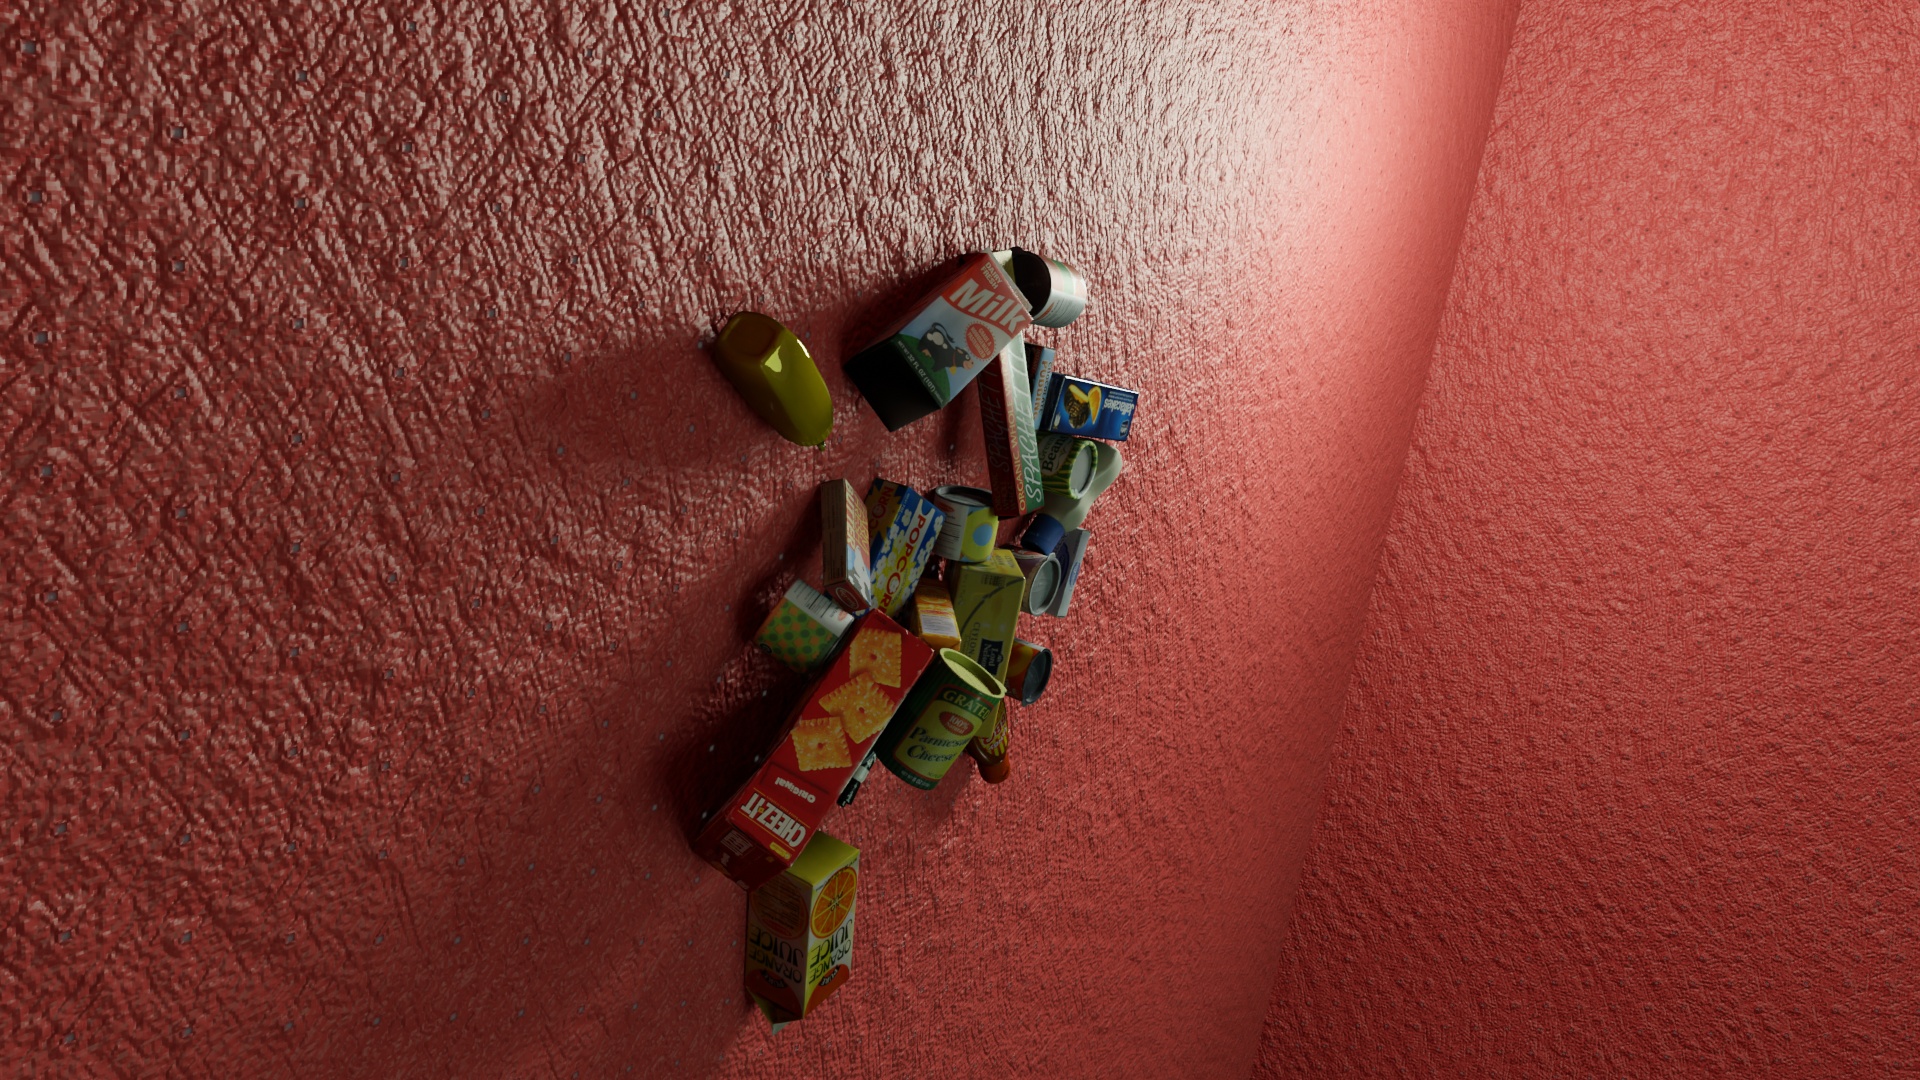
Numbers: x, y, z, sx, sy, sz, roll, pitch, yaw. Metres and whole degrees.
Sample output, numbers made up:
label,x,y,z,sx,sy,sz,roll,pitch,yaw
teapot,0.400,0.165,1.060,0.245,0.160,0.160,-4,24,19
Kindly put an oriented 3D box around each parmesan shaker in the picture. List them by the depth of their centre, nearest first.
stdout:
label,x,y,z,sx,sy,sz,roll,pitch,yaw
parmesan shaker,-0.017,0.152,1.171,0.103,0.071,0.071,-55,154,11

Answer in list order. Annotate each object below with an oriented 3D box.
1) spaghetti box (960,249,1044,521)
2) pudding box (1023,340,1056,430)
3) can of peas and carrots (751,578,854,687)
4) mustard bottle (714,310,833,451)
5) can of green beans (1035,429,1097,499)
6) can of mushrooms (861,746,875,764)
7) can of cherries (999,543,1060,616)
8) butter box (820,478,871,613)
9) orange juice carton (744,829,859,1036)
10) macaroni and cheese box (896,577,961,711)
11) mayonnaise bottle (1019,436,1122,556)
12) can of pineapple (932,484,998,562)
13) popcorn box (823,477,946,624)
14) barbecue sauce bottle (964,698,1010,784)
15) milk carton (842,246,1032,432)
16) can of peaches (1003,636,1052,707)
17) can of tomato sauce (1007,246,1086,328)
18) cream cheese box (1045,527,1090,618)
label,x,y,z,sx,sy,sz,roll,pitch,yaw
spaghetti box,0.040,-0.144,1.296,0.050,0.028,0.249,-24,109,-54
pudding box,0.061,-0.155,1.378,0.030,0.050,0.083,-3,109,-59
can of peas and carrots,-0.131,0.075,1.137,0.071,0.059,0.071,-53,-177,4
mustard bottle,-0.131,-0.111,1.052,0.049,0.065,0.159,-57,155,-14
can of green beans,0.107,-0.082,1.494,0.071,0.058,0.071,-38,137,-46
can of mushrooms,-0.098,0.172,1.304,0.071,0.033,0.070,-37,137,-46
can of cherries,0.068,0.040,1.496,0.072,0.058,0.071,-37,136,-46
butter box,-0.096,0.003,1.164,0.053,0.024,0.104,57,23,-54
orange juice carton,-0.148,0.367,1.288,0.072,0.073,0.191,-28,130,-53
macaroni and cheese box,-0.036,0.116,1.282,0.167,0.040,0.123,-108,-152,-73
mayonnaise bottle,0.118,-0.046,1.536,0.148,0.065,0.041,-55,146,-21
can of pineapple,0.005,-0.017,1.340,0.071,0.071,0.057,-18,123,-57
popcorn box,-0.068,0.017,1.260,0.085,0.038,0.127,38,73,-59
barbecue sauce bottle,0.027,0.215,1.543,0.065,0.044,0.147,-48,145,-29
milk carton,-0.006,-0.180,1.191,0.072,0.073,0.191,53,51,-15
can of peaches,0.061,0.144,1.546,0.071,0.058,0.071,-39,139,-45
can of tomato sauce,0.075,-0.242,1.336,0.083,0.071,0.071,-5,110,-60
cream cheese box,0.106,0.030,1.563,0.024,0.053,0.103,8,99,-60
